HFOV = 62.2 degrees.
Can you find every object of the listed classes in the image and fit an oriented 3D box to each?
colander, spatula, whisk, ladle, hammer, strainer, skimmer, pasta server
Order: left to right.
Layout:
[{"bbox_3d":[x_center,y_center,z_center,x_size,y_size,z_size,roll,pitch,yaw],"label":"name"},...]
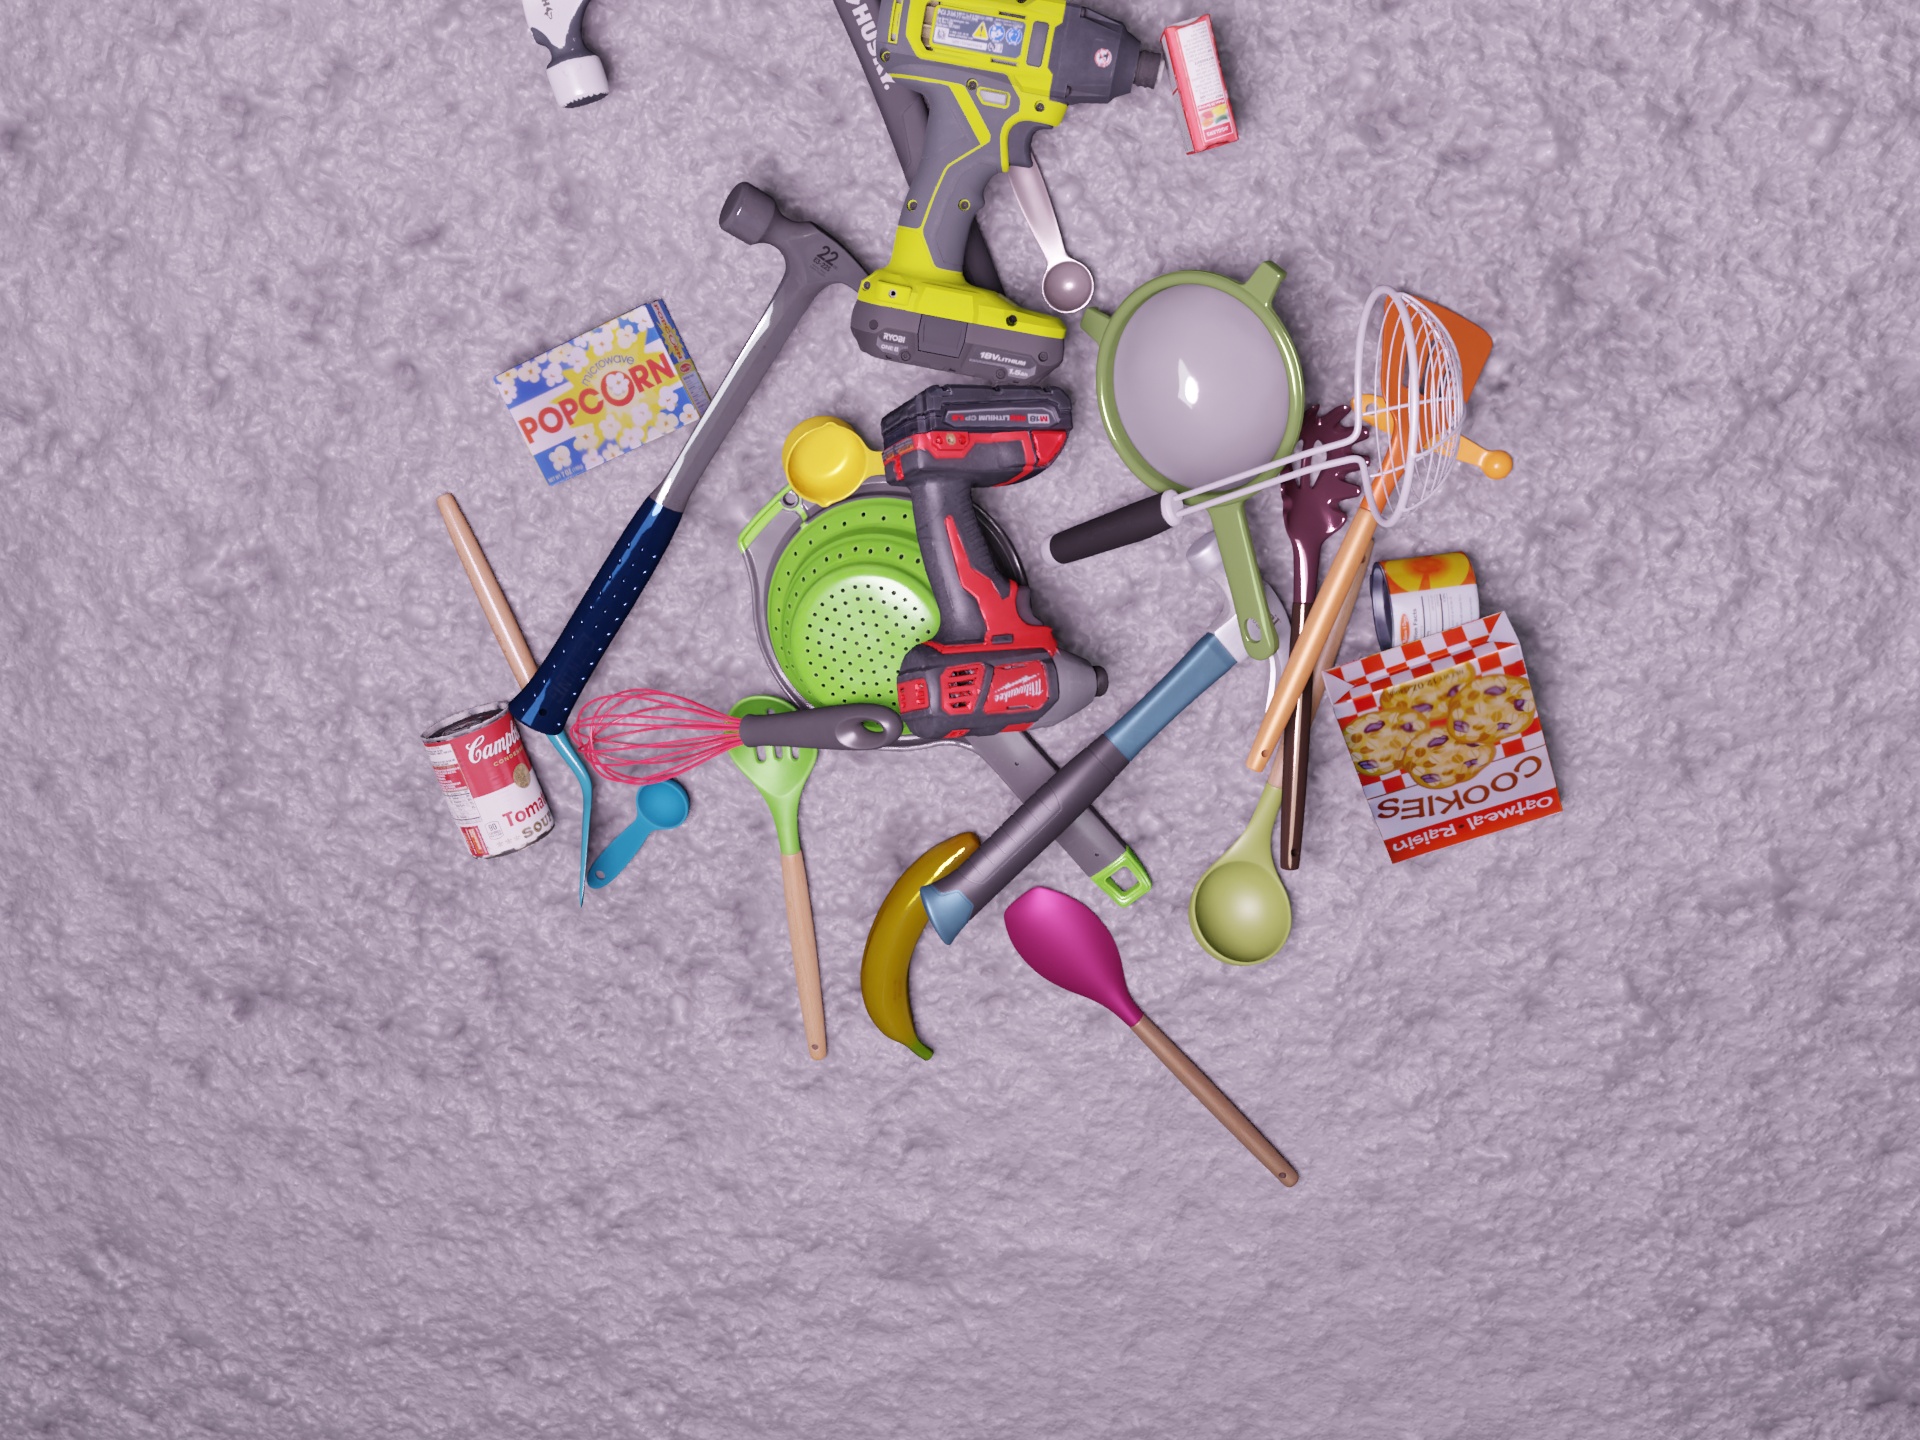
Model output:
[{"bbox_3d":[-0.327,-0.016,1.184,0.044,0.082,0.317,-24,100,-8],"label":"spatula"},{"bbox_3d":[-0.191,-0.154,1.089,0.144,0.035,0.405,25,111,-28],"label":"hammer"},{"bbox_3d":[-0.162,0.008,1.117,0.296,0.073,0.073,-3,110,33],"label":"whisk"},{"bbox_3d":[-0.083,-0.503,0.952,0.409,0.036,0.149,-13,106,13],"label":"hammer"},{"bbox_3d":[-0.026,-0.382,1.023,0.146,0.035,0.334,-21,105,15],"label":"hammer"},{"bbox_3d":[-0.002,-0.004,1.119,0.204,0.094,0.397,-39,100,18],"label":"colander"},{"bbox_3d":[0.097,0.027,1.099,0.331,0.033,0.128,-44,105,0],"label":"hammer"},{"bbox_3d":[0.150,-0.148,0.953,0.363,0.090,0.127,-14,76,51],"label":"skimmer"},{"bbox_3d":[0.181,-0.169,1.037,0.151,0.069,0.256,-3,110,43],"label":"strainer"},{"bbox_3d":[0.235,0.026,1.119,0.078,0.062,0.320,13,108,-11],"label":"ladle"},{"bbox_3d":[0.234,-0.052,1.074,0.060,0.040,0.316,0,99,-11],"label":"pasta server"},{"bbox_3d":[0.255,-0.116,1.042,0.081,0.041,0.322,19,102,-13],"label":"spatula"}]

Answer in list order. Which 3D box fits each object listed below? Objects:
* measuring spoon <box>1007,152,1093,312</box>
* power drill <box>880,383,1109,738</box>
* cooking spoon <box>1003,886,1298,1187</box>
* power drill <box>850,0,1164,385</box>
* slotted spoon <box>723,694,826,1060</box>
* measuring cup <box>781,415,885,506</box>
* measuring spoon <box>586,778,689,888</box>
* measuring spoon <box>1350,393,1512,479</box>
[{"bbox_3d":[0.055,-0.328,1.045,0.034,0.018,0.124,-20,98,14],"label":"measuring spoon"},{"bbox_3d":[0.024,-0.101,1.033,0.143,0.078,0.220,-4,87,-25],"label":"power drill"},{"bbox_3d":[0.153,0.249,1.226,0.068,0.017,0.319,-41,99,19],"label":"cooking spoon"},{"bbox_3d":[0.023,-0.327,0.979,0.171,0.080,0.223,11,107,1],"label":"power drill"},{"bbox_3d":[-0.129,0.123,1.218,0.070,0.031,0.313,-2,111,10],"label":"slotted spoon"},{"bbox_3d":[-0.046,-0.182,1.082,0.156,0.029,0.062,-7,126,-20],"label":"measuring cup"},{"bbox_3d":[-0.251,0.087,1.231,0.042,0.021,0.128,41,118,-7],"label":"measuring spoon"},{"bbox_3d":[0.313,-0.189,1.055,0.117,0.011,0.021,24,110,-1],"label":"measuring spoon"}]
